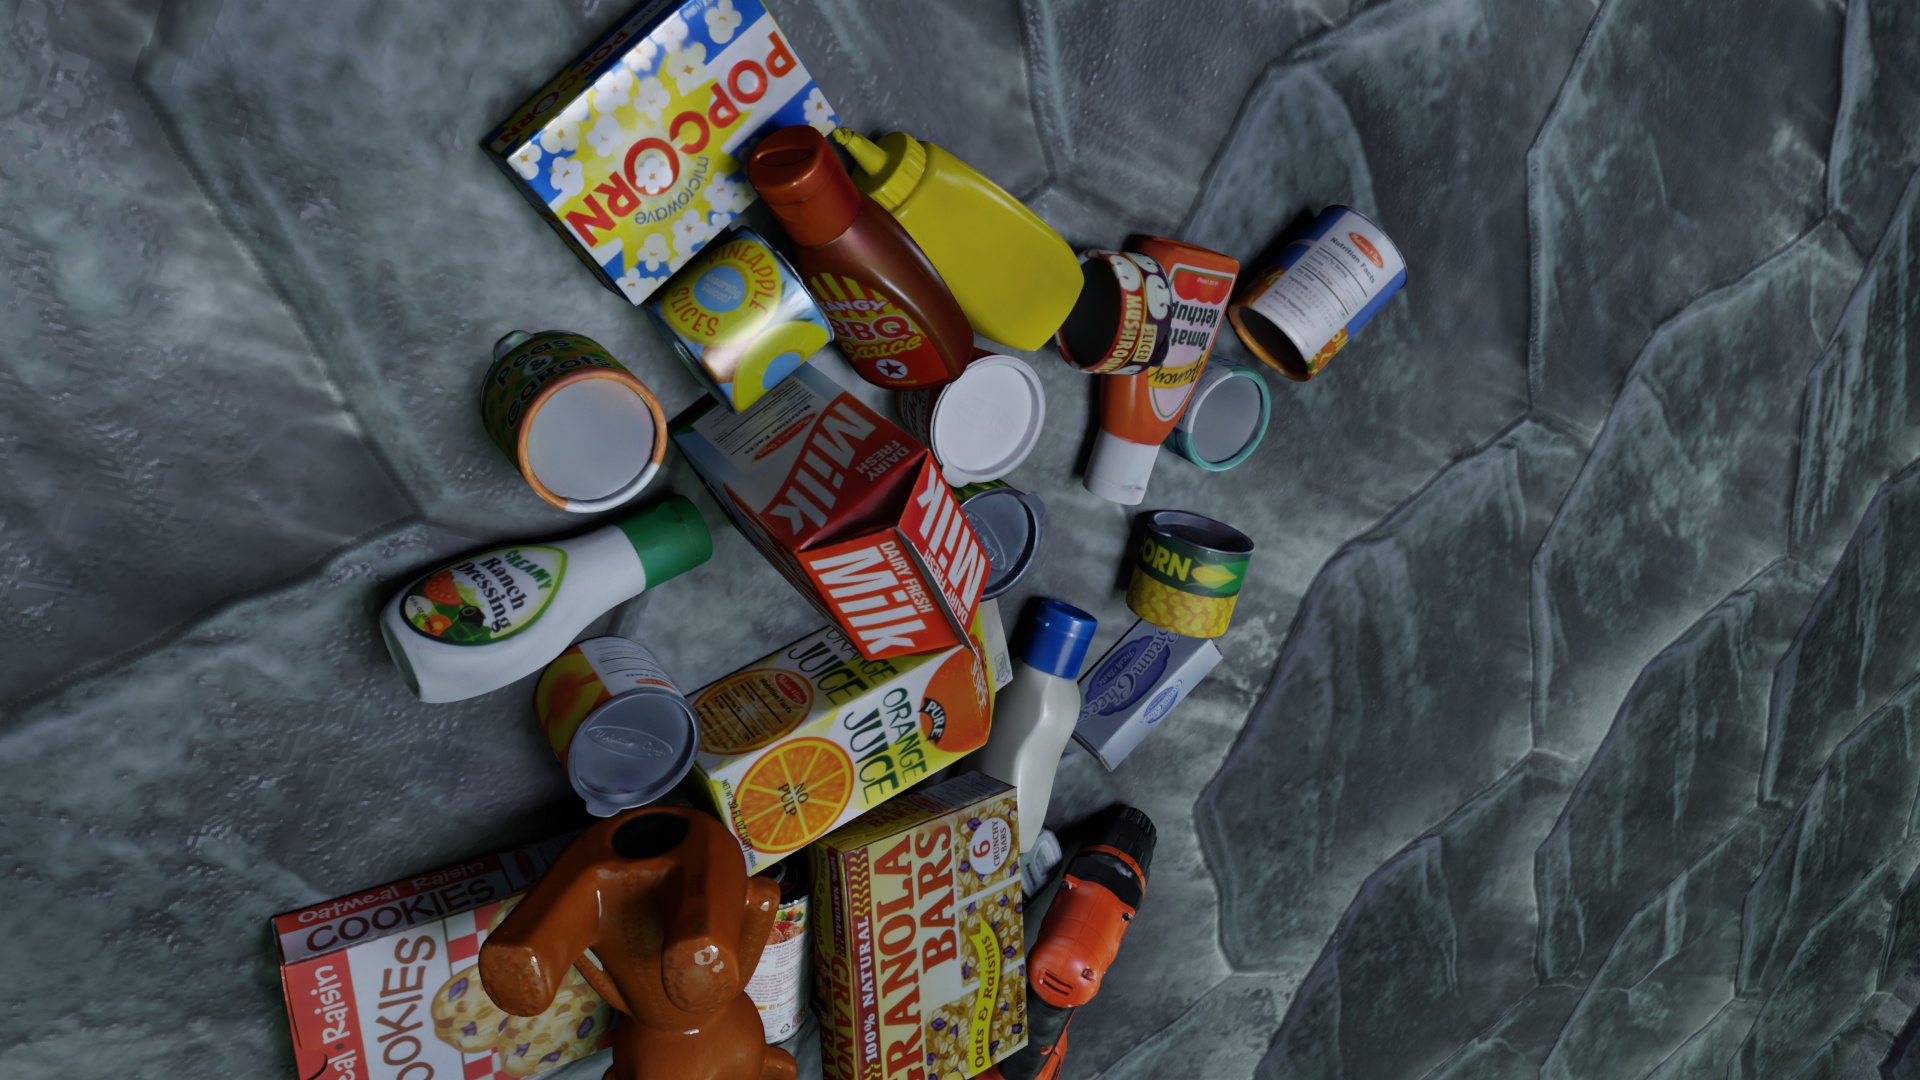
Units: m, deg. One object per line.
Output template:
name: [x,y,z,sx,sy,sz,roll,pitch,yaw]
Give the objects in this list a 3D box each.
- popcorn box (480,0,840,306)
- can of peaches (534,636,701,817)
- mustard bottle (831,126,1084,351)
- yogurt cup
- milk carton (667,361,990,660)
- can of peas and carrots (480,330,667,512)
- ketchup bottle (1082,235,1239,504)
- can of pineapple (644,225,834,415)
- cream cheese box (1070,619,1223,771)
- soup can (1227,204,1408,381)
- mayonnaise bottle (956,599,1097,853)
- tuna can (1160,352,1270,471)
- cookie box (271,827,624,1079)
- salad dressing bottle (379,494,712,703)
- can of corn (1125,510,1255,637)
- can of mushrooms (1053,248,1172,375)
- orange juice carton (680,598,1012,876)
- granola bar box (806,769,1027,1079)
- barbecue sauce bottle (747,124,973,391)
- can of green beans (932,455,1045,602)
popcorn box: [-0.124,-0.174,0.592,0.127,0.038,0.085,-44,131,-8]
can of peaches: [-0.171,0.090,0.683,0.071,0.058,0.071,-16,122,-27]
mustard bottle: [-0.006,-0.155,0.677,0.160,0.049,0.065,34,91,-40]
yogurt cup: [0.002,-0.071,0.721,0.072,0.054,0.072,-16,121,-28]
milk carton: [-0.054,-0.014,0.622,0.073,0.191,0.072,-39,129,-11]
can of peas and carrots: [-0.171,-0.054,0.609,0.071,0.059,0.070,-16,121,-28]
ketchup bottle: [0.107,-0.095,0.788,0.065,0.043,0.148,2,112,-38]
can of pineapple: [-0.100,-0.100,0.628,0.058,0.071,0.070,-41,129,-9]
cream cheese box: [0.111,0.091,0.879,0.104,0.053,0.024,-44,132,-8]
soup can: [0.209,-0.144,0.820,0.084,0.071,0.071,-45,130,-6]
mayonnaise bottle: [0.041,0.110,0.837,0.041,0.065,0.147,13,101,-37]
tuna can: [0.153,-0.076,0.836,0.071,0.033,0.070,-15,120,-27]
cookie box: [-0.250,0.225,0.709,0.168,0.040,0.122,-12,119,-29]
salad dressing bottle: [-0.186,0.022,0.640,0.148,0.064,0.043,-27,145,-31]
can of corn: [0.138,0.020,0.853,0.071,0.071,0.058,1,113,-35]
can of mushrooms: [0.081,-0.120,0.739,0.033,0.071,0.070,0,113,-32]
orange juice carton: [-0.055,0.092,0.753,0.193,0.073,0.071,-26,125,-22]
granola bar box: [-0.021,0.227,0.777,0.124,0.039,0.165,-12,105,-39]
barbecue sauce bottle: [-0.047,-0.125,0.634,0.148,0.065,0.044,53,46,-54]
can of green beans: [0.001,-0.008,0.750,0.071,0.058,0.071,-15,121,-27]
